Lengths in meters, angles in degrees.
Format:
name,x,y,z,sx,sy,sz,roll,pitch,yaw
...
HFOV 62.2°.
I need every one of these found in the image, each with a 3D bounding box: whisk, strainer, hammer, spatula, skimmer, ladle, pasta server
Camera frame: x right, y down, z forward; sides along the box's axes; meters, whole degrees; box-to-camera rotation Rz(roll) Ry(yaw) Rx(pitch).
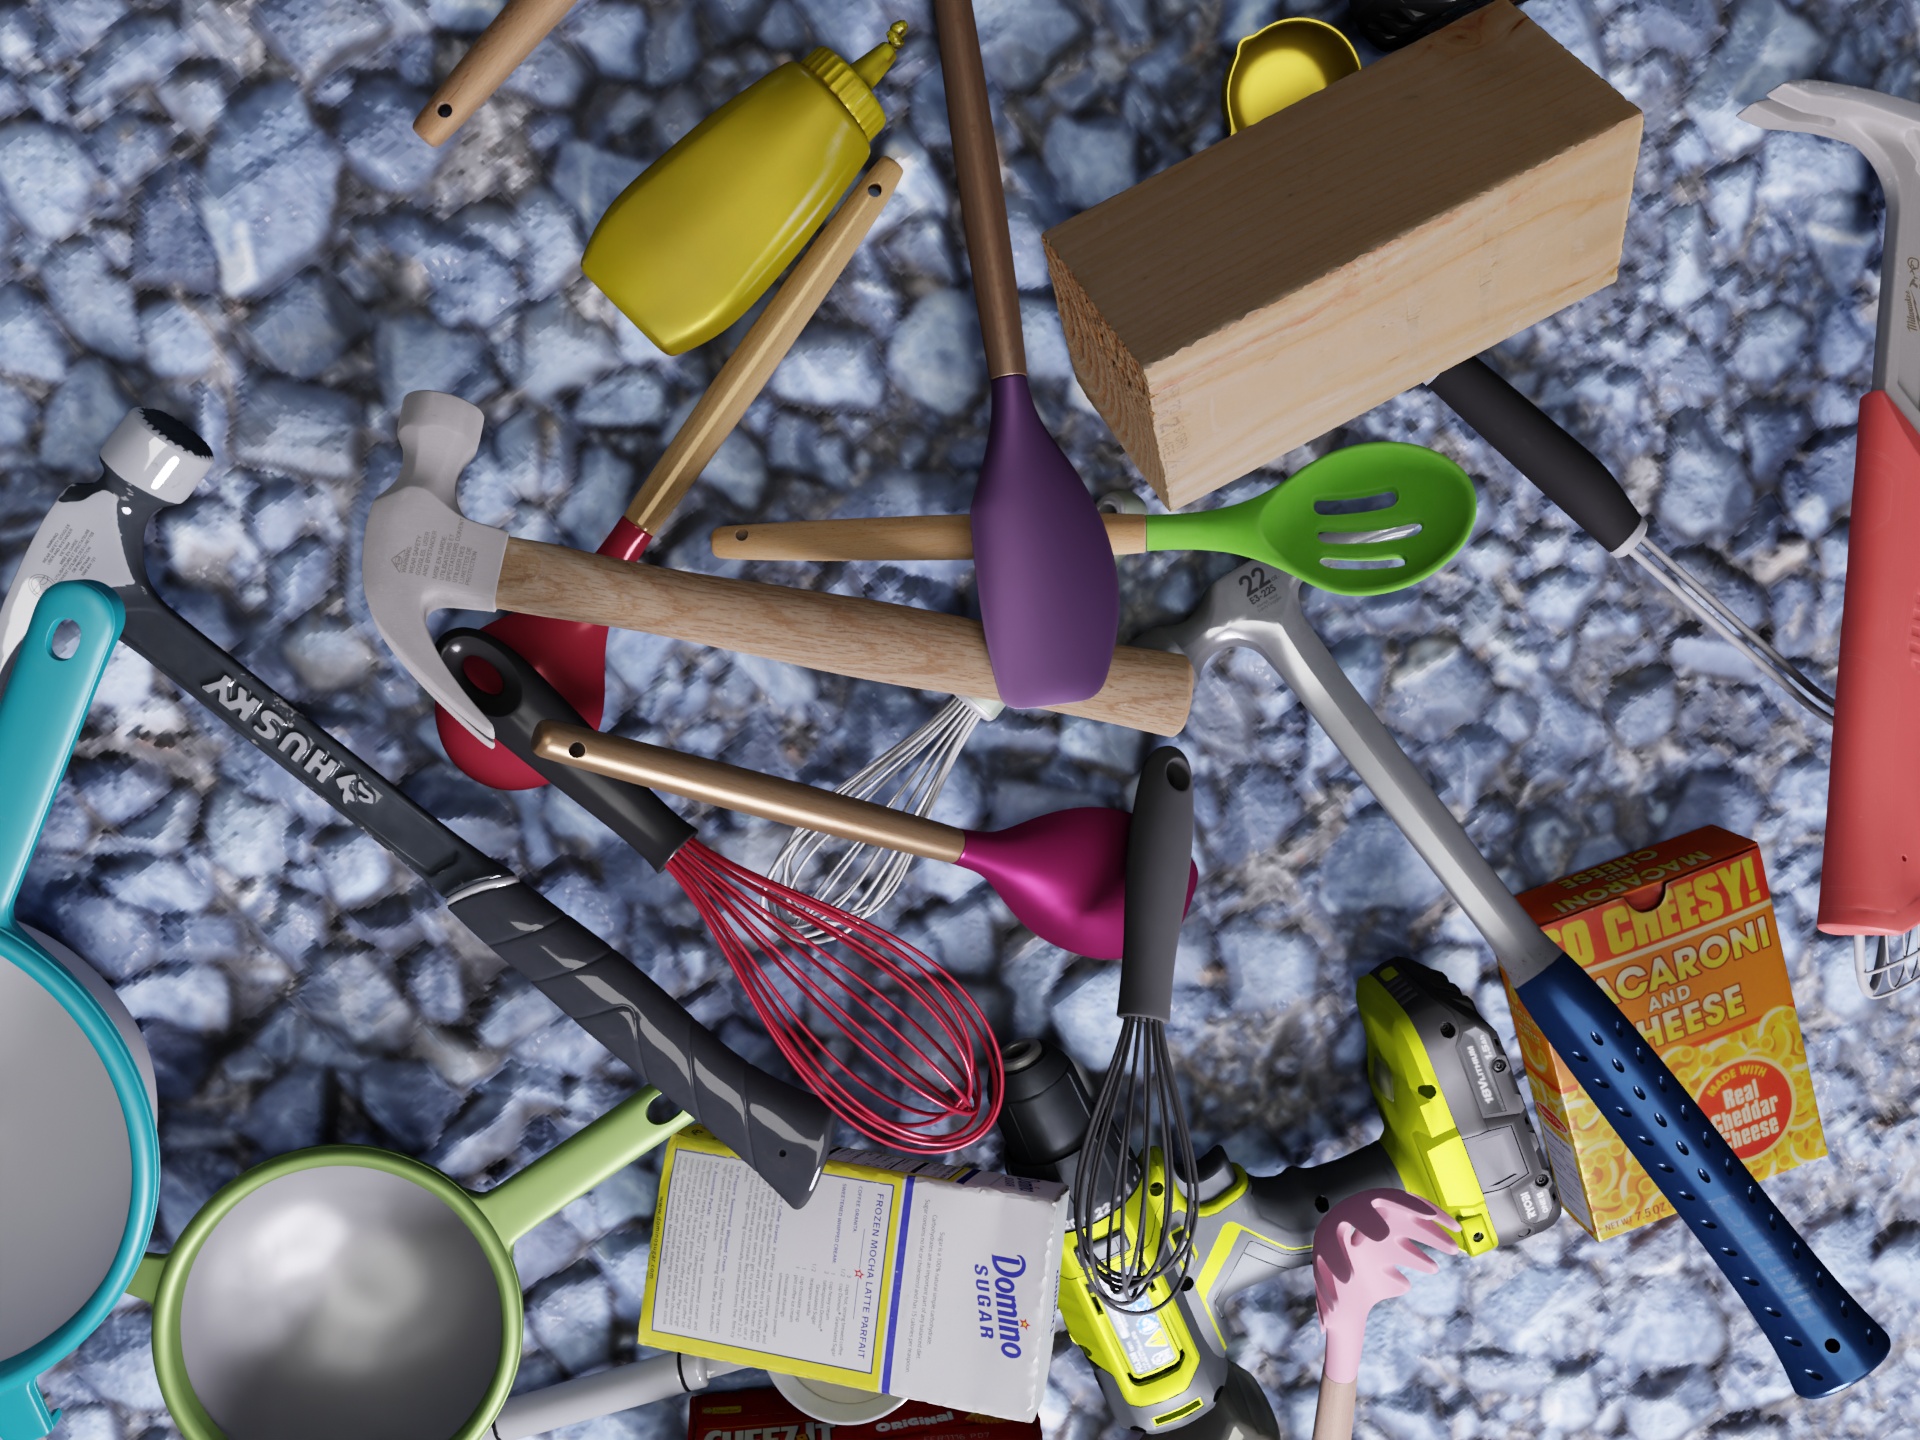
name,x,y,z,sx,sy,sz,roll,pitch,yaw
whisk,-0.001,-0.002,0.688,0.246,0.058,0.059,-51,137,0
strainer,-0.216,0.222,0.691,0.256,0.069,0.151,-34,92,-5
hammer,0.241,0.092,0.669,0.144,0.035,0.405,-36,80,-2
spatula,-0.105,-0.345,0.609,0.082,0.044,0.317,41,94,-16
hammer,-0.067,-0.036,0.634,0.331,0.031,0.130,10,75,-10
skimmer,0.325,-0.026,0.721,0.363,0.090,0.127,42,51,-1
whisk,-0.099,0.065,0.640,0.296,0.073,0.073,42,93,0
ladle,-0.118,-0.102,0.663,0.069,0.031,0.315,35,93,-11
whisk,0.081,0.125,0.673,0.055,0.055,0.239,10,73,-9
pasta server,0.173,0.313,0.714,0.060,0.040,0.316,-17,127,-18
strainer,-0.386,0.099,0.630,0.211,0.095,0.340,23,96,-6
spatula,0.018,-0.163,0.639,0.059,0.018,0.316,-9,89,-15
hammer,-0.214,0.060,0.646,0.409,0.036,0.149,40,96,-3
hammer,0.385,-0.090,0.670,0.149,0.036,0.359,12,80,-11
strainer,-0.114,0.294,0.731,0.258,0.050,0.087,-16,69,2

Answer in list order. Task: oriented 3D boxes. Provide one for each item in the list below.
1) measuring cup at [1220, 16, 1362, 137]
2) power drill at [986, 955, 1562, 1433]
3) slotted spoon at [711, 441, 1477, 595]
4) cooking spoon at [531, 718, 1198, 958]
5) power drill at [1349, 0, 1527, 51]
name,x,y,z,sx,sy,sz,roll,pitch,yaw
measuring cup,0.105,-0.224,0.673,0.062,0.029,0.156,37,106,-14
power drill,0.136,0.200,0.727,0.228,0.080,0.190,-23,103,0
slotted spoon,0.051,-0.079,0.662,0.314,0.031,0.070,-1,67,5
cooking spoon,-0.023,0.047,0.655,0.318,0.017,0.069,17,95,-31
power drill,0.197,-0.400,0.622,0.171,0.080,0.223,-21,100,-3
